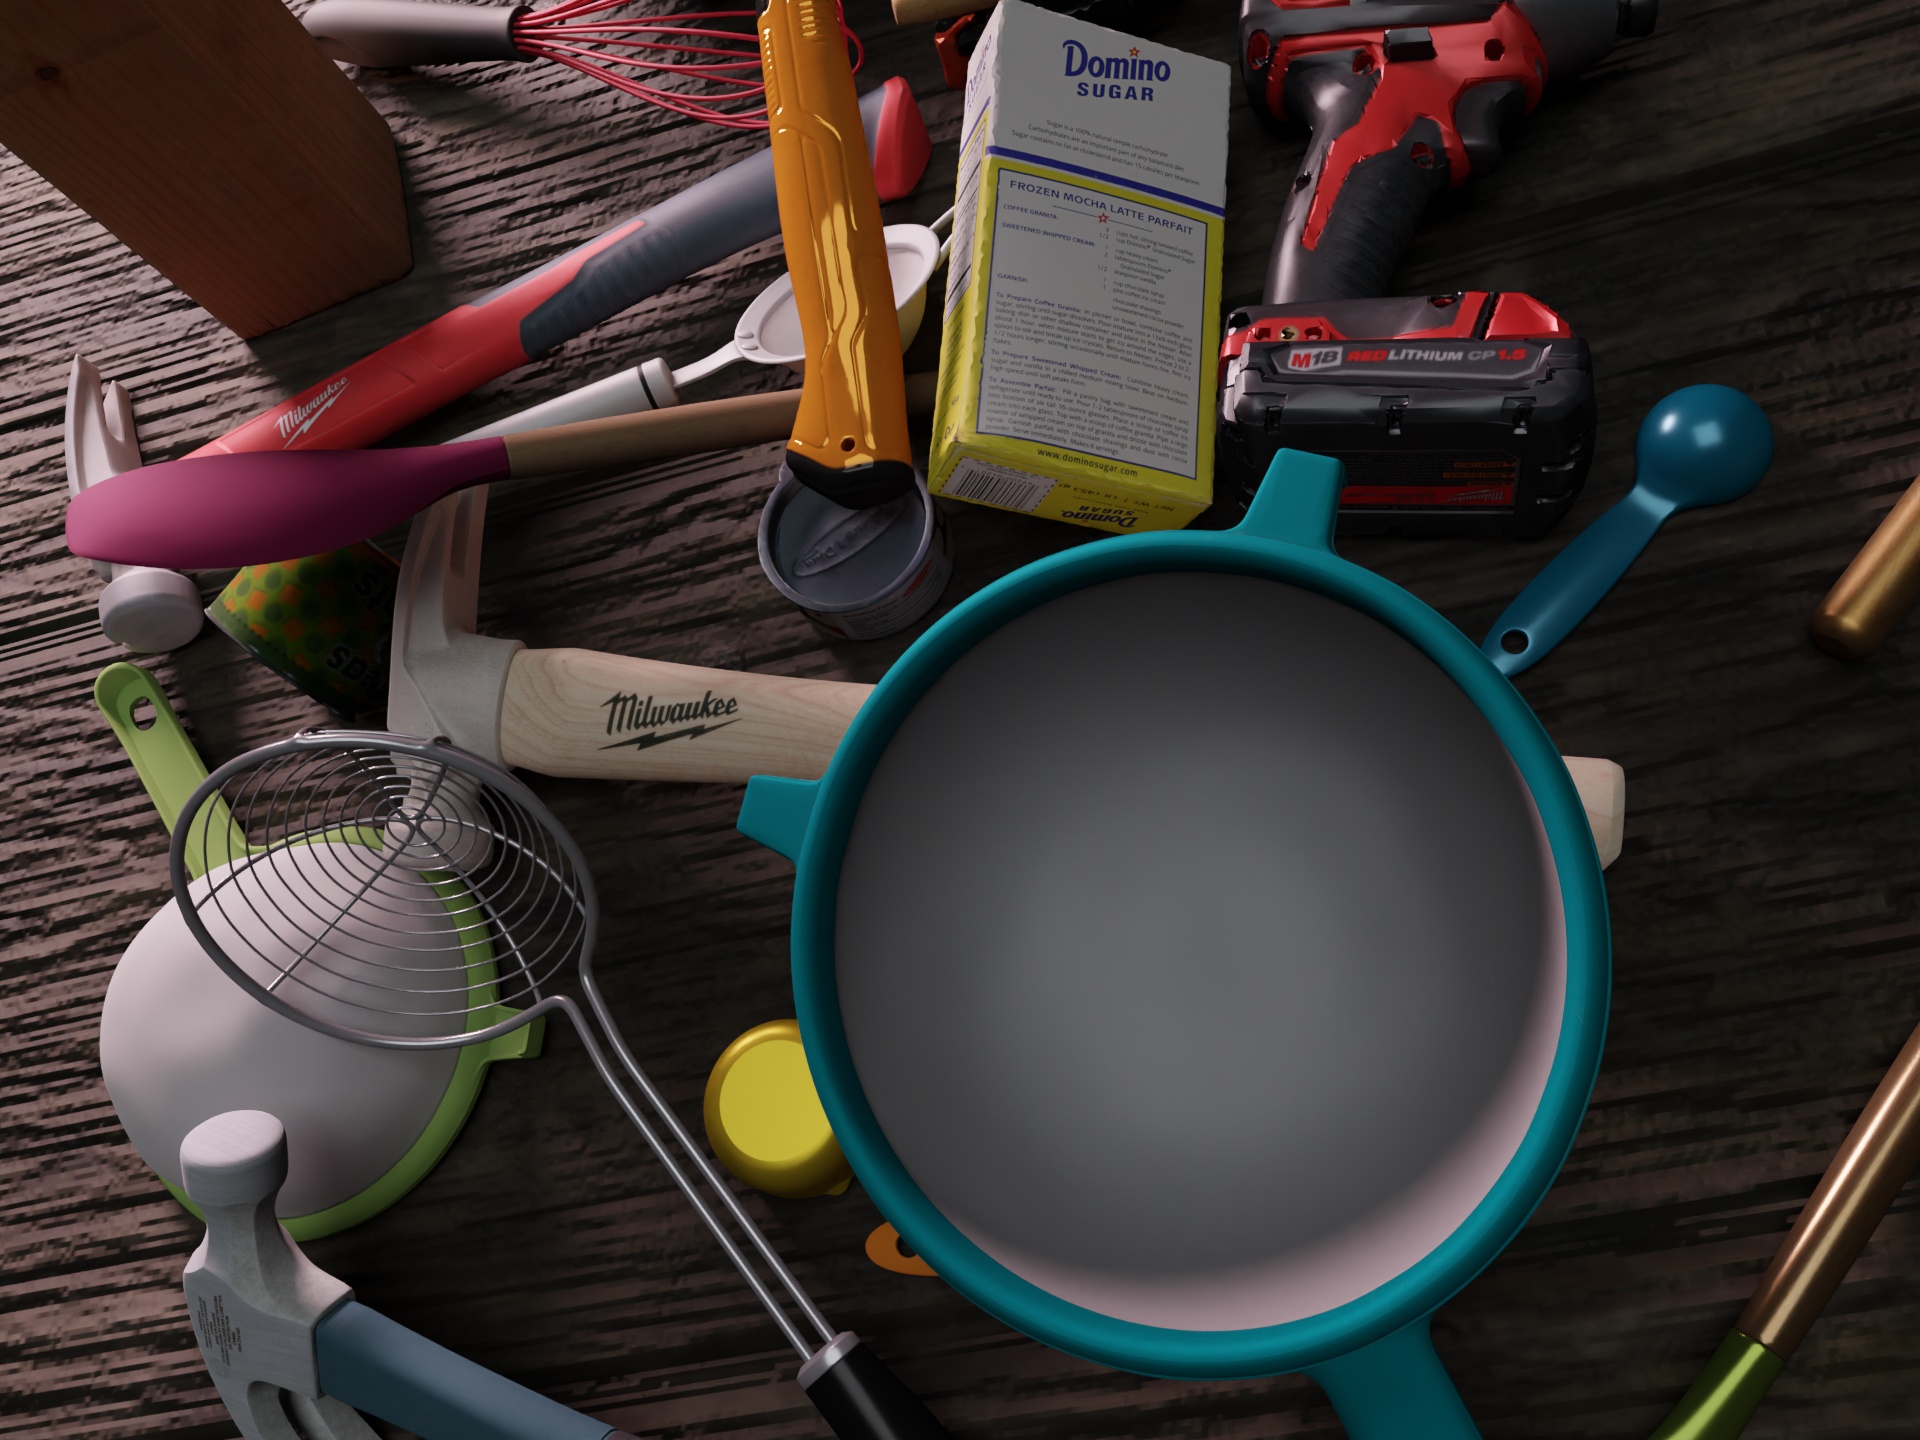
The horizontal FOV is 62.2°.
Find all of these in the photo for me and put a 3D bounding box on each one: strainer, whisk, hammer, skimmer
[{"bbox_3d":[-0.275,0.065,0.578,0.151,0.069,0.257,-39,68,0],"label":"strainer"},{"bbox_3d":[-0.172,-0.296,0.684,0.296,0.073,0.073,11,75,24],"label":"whisk"},{"bbox_3d":[0.343,-0.118,0.494,0.245,0.051,0.047,-52,46,-2],"label":"whisk"},{"bbox_3d":[0.093,0.115,0.420,0.211,0.095,0.340,-31,74,16],"label":"strainer"},{"bbox_3d":[-0.001,-0.002,0.525,0.410,0.038,0.146,6,92,14],"label":"hammer"},{"bbox_3d":[-0.093,0.150,0.463,0.363,0.090,0.127,49,117,14],"label":"skimmer"},{"bbox_3d":[-0.106,-0.129,0.601,0.258,0.050,0.087,-21,38,1],"label":"strainer"},{"bbox_3d":[-0.195,-0.171,0.657,0.386,0.038,0.143,-26,65,5],"label":"hammer"},{"bbox_3d":[-0.048,-0.239,0.559,0.127,0.034,0.337,-11,80,13],"label":"hammer"},{"bbox_3d":[-0.089,0.219,0.451,0.331,0.033,0.128,14,114,21],"label":"hammer"}]

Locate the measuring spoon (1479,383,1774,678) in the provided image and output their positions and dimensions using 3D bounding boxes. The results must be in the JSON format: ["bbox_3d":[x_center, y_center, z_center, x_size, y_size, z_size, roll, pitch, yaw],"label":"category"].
[{"bbox_3d":[0.213,-0.062,0.514,0.128,0.021,0.042,-45,66,-5],"label":"measuring spoon"}]

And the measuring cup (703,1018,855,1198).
[{"bbox_3d":[-0.015,0.099,0.516,0.156,0.029,0.062,-33,66,2],"label":"measuring cup"}]

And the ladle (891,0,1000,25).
[{"bbox_3d":[0.127,-0.308,0.595,0.315,0.031,0.069,-15,74,1],"label":"ladle"}]

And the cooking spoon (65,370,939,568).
[{"bbox_3d":[-0.129,-0.094,0.543,0.319,0.017,0.069,-13,42,-20],"label":"cooking spoon"}]

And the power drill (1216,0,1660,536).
[{"bbox_3d":[0.162,-0.177,0.543,0.143,0.078,0.220,3,69,16],"label":"power drill"}]

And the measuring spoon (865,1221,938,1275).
[{"bbox_3d":[0.025,0.160,0.494,0.117,0.011,0.021,-8,69,13],"label":"measuring spoon"}]

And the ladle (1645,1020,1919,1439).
[{"bbox_3d":[0.231,0.145,0.420,0.078,0.062,0.320,37,81,9],"label":"ladle"}]
